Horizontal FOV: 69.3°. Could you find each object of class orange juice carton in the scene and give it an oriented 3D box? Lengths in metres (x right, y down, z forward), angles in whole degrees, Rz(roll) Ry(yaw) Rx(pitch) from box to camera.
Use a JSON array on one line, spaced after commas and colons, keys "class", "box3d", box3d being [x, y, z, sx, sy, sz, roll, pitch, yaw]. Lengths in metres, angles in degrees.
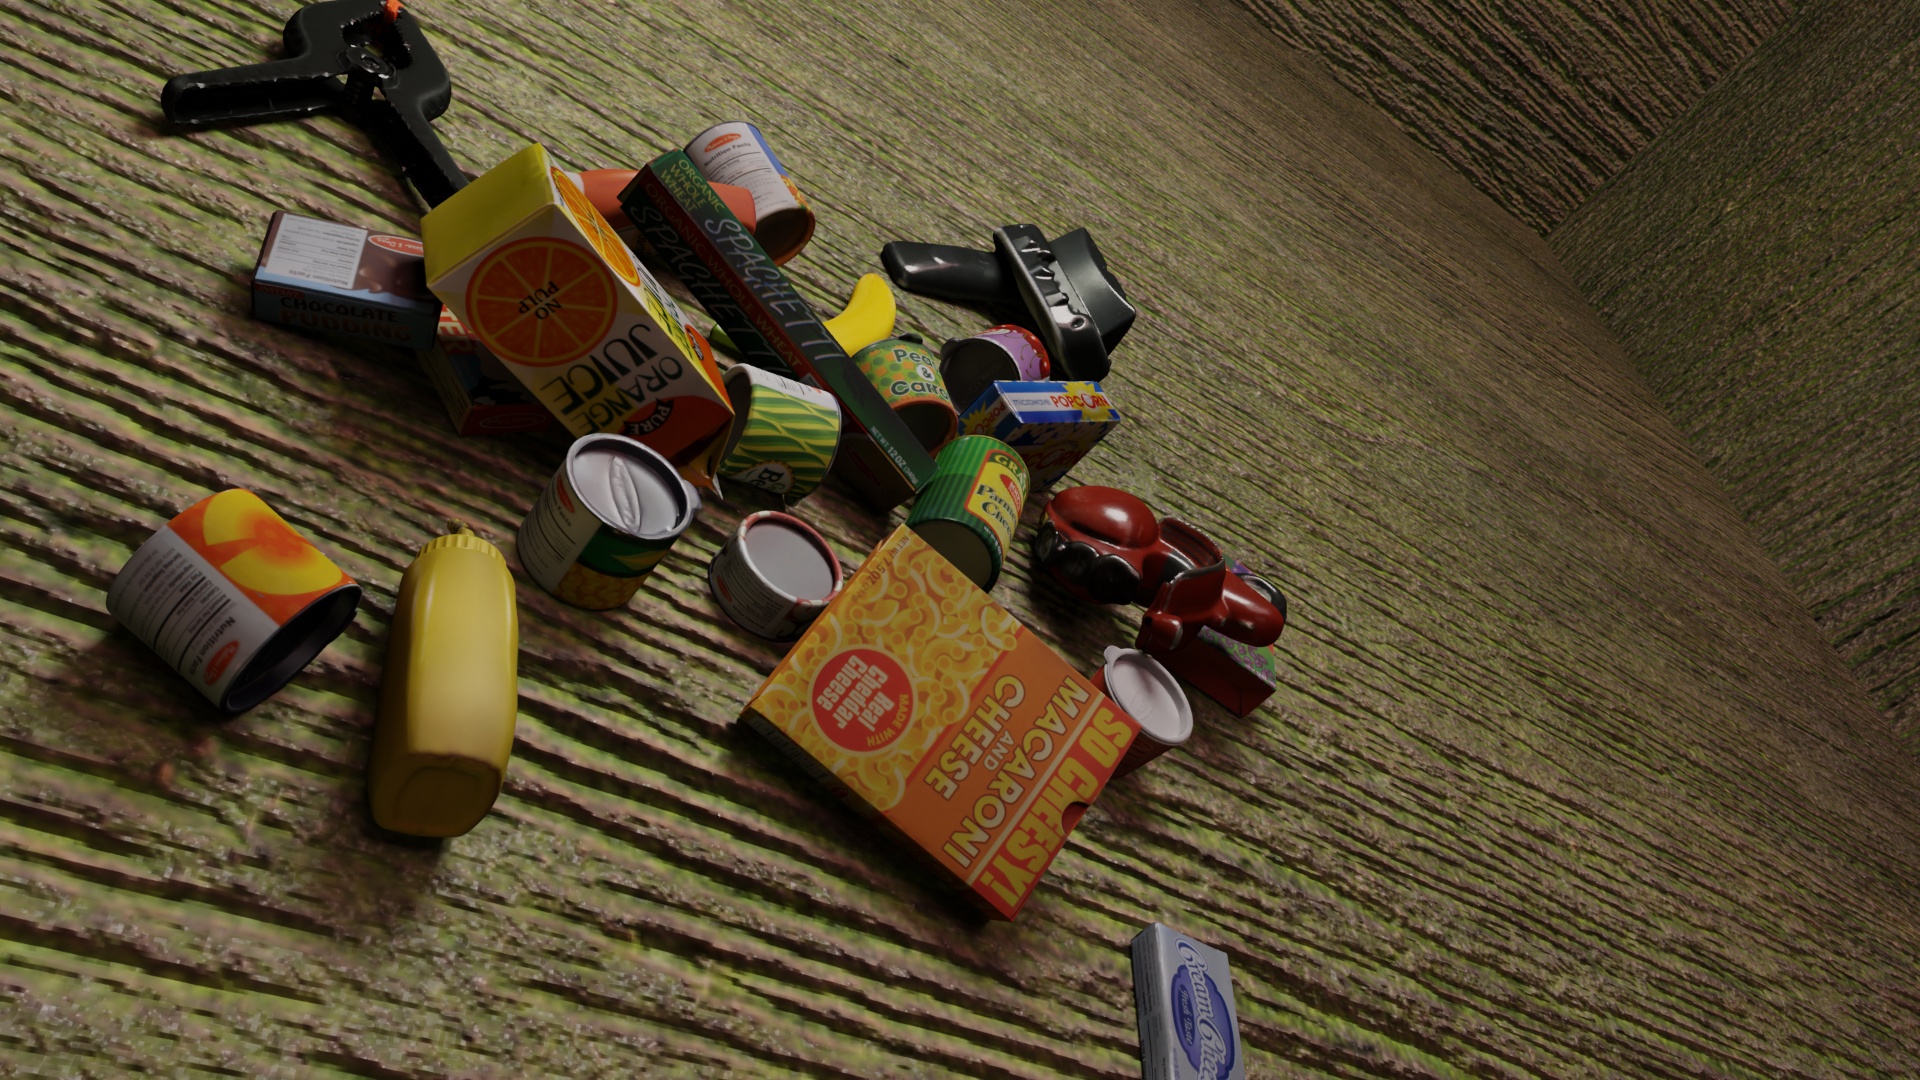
[{"class": "orange juice carton", "box3d": [-0.181, -0.099, 0.714, 0.192, 0.073, 0.072, 53, 6, -43]}]

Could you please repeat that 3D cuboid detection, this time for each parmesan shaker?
[{"class": "parmesan shaker", "box3d": [0.003, -0.011, 0.869, 0.071, 0.071, 0.103, 37, 33, -10]}]

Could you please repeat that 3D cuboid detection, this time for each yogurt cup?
[{"class": "yogurt cup", "box3d": [0.099, 0.108, 0.845, 0.072, 0.053, 0.073, 29, 35, -22]}]

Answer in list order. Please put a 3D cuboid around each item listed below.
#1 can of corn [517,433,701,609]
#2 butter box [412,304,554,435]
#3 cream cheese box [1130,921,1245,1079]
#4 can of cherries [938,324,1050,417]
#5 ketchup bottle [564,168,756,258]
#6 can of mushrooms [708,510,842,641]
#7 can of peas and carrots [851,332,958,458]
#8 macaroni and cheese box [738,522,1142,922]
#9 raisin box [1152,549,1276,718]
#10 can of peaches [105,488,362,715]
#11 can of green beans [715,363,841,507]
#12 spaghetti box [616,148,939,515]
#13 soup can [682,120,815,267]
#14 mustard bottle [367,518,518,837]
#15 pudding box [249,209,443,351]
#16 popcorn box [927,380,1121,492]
[{"class": "can of corn", "box3d": [-0.172, -0.008, 0.679, 0.071, 0.058, 0.071, 29, 35, -22]}, {"class": "butter box", "box3d": [-0.256, -0.102, 0.726, 0.053, 0.024, 0.104, -9, 59, -51]}, {"class": "cream cheese box", "box3d": [0.119, 0.255, 0.724, 0.053, 0.024, 0.104, 30, 35, -22]}, {"class": "can of cherries", "box3d": [0.024, -0.124, 1.019, 0.071, 0.071, 0.058, 47, 32, 5]}, {"class": "ketchup bottle", "box3d": [-0.207, -0.206, 0.871, 0.149, 0.064, 0.043, 1, 71, -36]}, {"class": "can of mushrooms", "box3d": [-0.098, 0.018, 0.753, 0.071, 0.033, 0.071, 28, 35, -22]}, {"class": "can of peas and carrots", "box3d": [-0.039, -0.091, 0.908, 0.071, 0.070, 0.059, 13, 44, -39]}, {"class": "macaroni and cheese box", "box3d": [-0.007, 0.092, 0.703, 0.166, 0.040, 0.124, 40, 68, -5]}, {"class": "raisin box", "box3d": [0.184, 0.058, 1.011, 0.086, 0.040, 0.124, 33, 35, -15]}, {"class": "can of peaches", "box3d": [-0.273, 0.022, 0.527, 0.058, 0.071, 0.071, 42, 32, -2]}, {"class": "can of green beans", "box3d": [-0.111, -0.063, 0.802, 0.058, 0.071, 0.071, 17, 41, -34]}, {"class": "spaghetti box", "box3d": [-0.109, -0.123, 0.841, 0.250, 0.050, 0.029, 51, 53, -10]}, {"class": "soup can", "box3d": [-0.148, -0.237, 0.966, 0.071, 0.071, 0.084, -7, 58, -51]}, {"class": "mustard bottle", "box3d": [-0.210, 0.043, 0.575, 0.049, 0.065, 0.161, 18, 36, -28]}, {"class": "pudding box", "box3d": [-0.296, -0.127, 0.680, 0.084, 0.030, 0.050, 9, 53, -18]}, {"class": "popcorn box", "box3d": [0.043, -0.070, 0.961, 0.127, 0.085, 0.038, -8, 59, -52]}]
